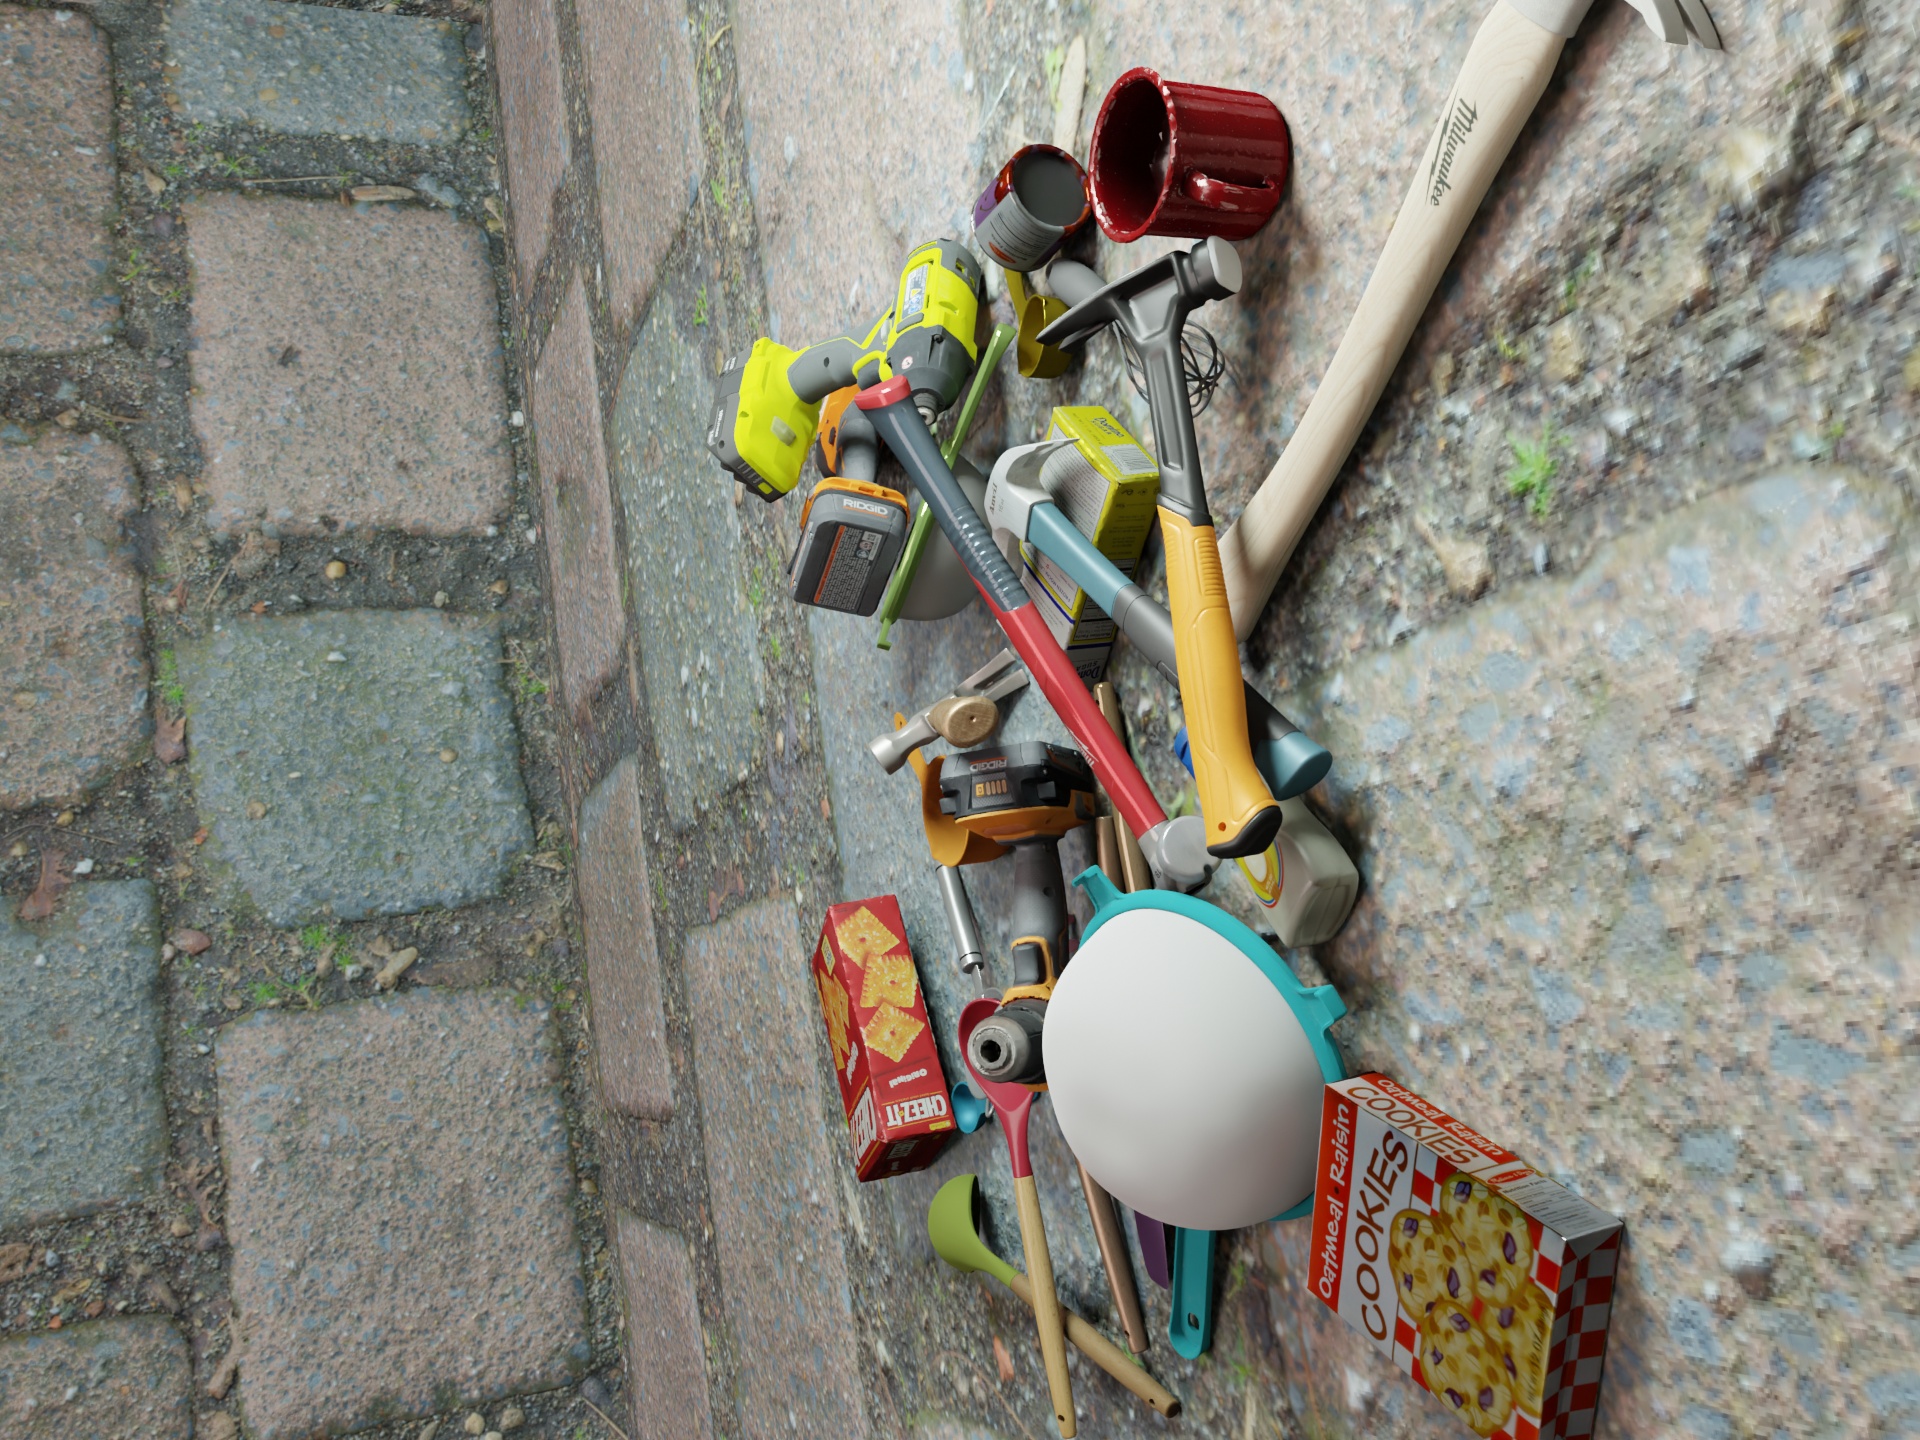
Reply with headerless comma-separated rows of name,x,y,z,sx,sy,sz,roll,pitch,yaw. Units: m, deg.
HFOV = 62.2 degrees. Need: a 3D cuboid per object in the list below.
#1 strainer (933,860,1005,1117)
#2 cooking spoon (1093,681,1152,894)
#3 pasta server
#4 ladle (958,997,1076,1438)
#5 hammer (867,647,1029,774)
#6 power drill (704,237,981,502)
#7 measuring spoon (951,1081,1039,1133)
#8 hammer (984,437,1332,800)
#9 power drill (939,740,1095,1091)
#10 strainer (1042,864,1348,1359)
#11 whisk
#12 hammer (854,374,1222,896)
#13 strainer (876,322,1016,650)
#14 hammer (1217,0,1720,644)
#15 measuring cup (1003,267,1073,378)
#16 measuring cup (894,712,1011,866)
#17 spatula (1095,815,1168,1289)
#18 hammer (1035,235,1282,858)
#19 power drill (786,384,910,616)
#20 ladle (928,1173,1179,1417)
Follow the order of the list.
strainer,0.014,0.201,1.277,0.086,0.050,0.259,-59,35,40
cooking spoon,0.121,0.130,1.055,0.069,0.017,0.319,151,112,-64
pasta server,0.091,0.287,1.140,0.060,0.040,0.316,-41,60,60
ladle,0.051,0.357,1.153,0.069,0.031,0.315,-16,81,38
hammer,-0.002,-0.003,1.094,0.031,0.130,0.331,55,177,-3
power drill,-0.087,-0.261,1.229,0.223,0.080,0.171,-20,47,31
measuring spoon,0.034,0.305,1.283,0.128,0.021,0.042,-32,65,53
hammer,0.107,-0.062,0.956,0.331,0.033,0.128,50,145,41
power drill,0.042,0.131,1.056,0.084,0.185,0.226,-10,81,20
strainer,0.116,0.268,0.944,0.211,0.095,0.340,25,126,43
whisk,0.103,-0.252,1.013,0.239,0.055,0.055,-122,36,-53
hammer,0.040,-0.053,1.009,0.386,0.038,0.143,59,168,14
strainer,0.011,-0.173,1.189,0.152,0.069,0.256,-77,9,-54
hammer,0.212,-0.187,0.791,0.410,0.038,0.146,111,145,-43
measuring cup,0.055,-0.302,1.142,0.062,0.029,0.157,110,158,-44
measuring cup,-0.005,0.045,1.280,0.174,0.052,0.095,-121,36,-48
spatula,0.115,0.223,1.083,0.060,0.018,0.316,159,106,-76
hammer,0.120,-0.090,0.876,0.127,0.034,0.337,-19,73,40
power drill,-0.095,-0.200,1.361,0.164,0.084,0.227,117,160,-49
ladle,0.069,0.433,1.203,0.320,0.062,0.078,17,113,57
